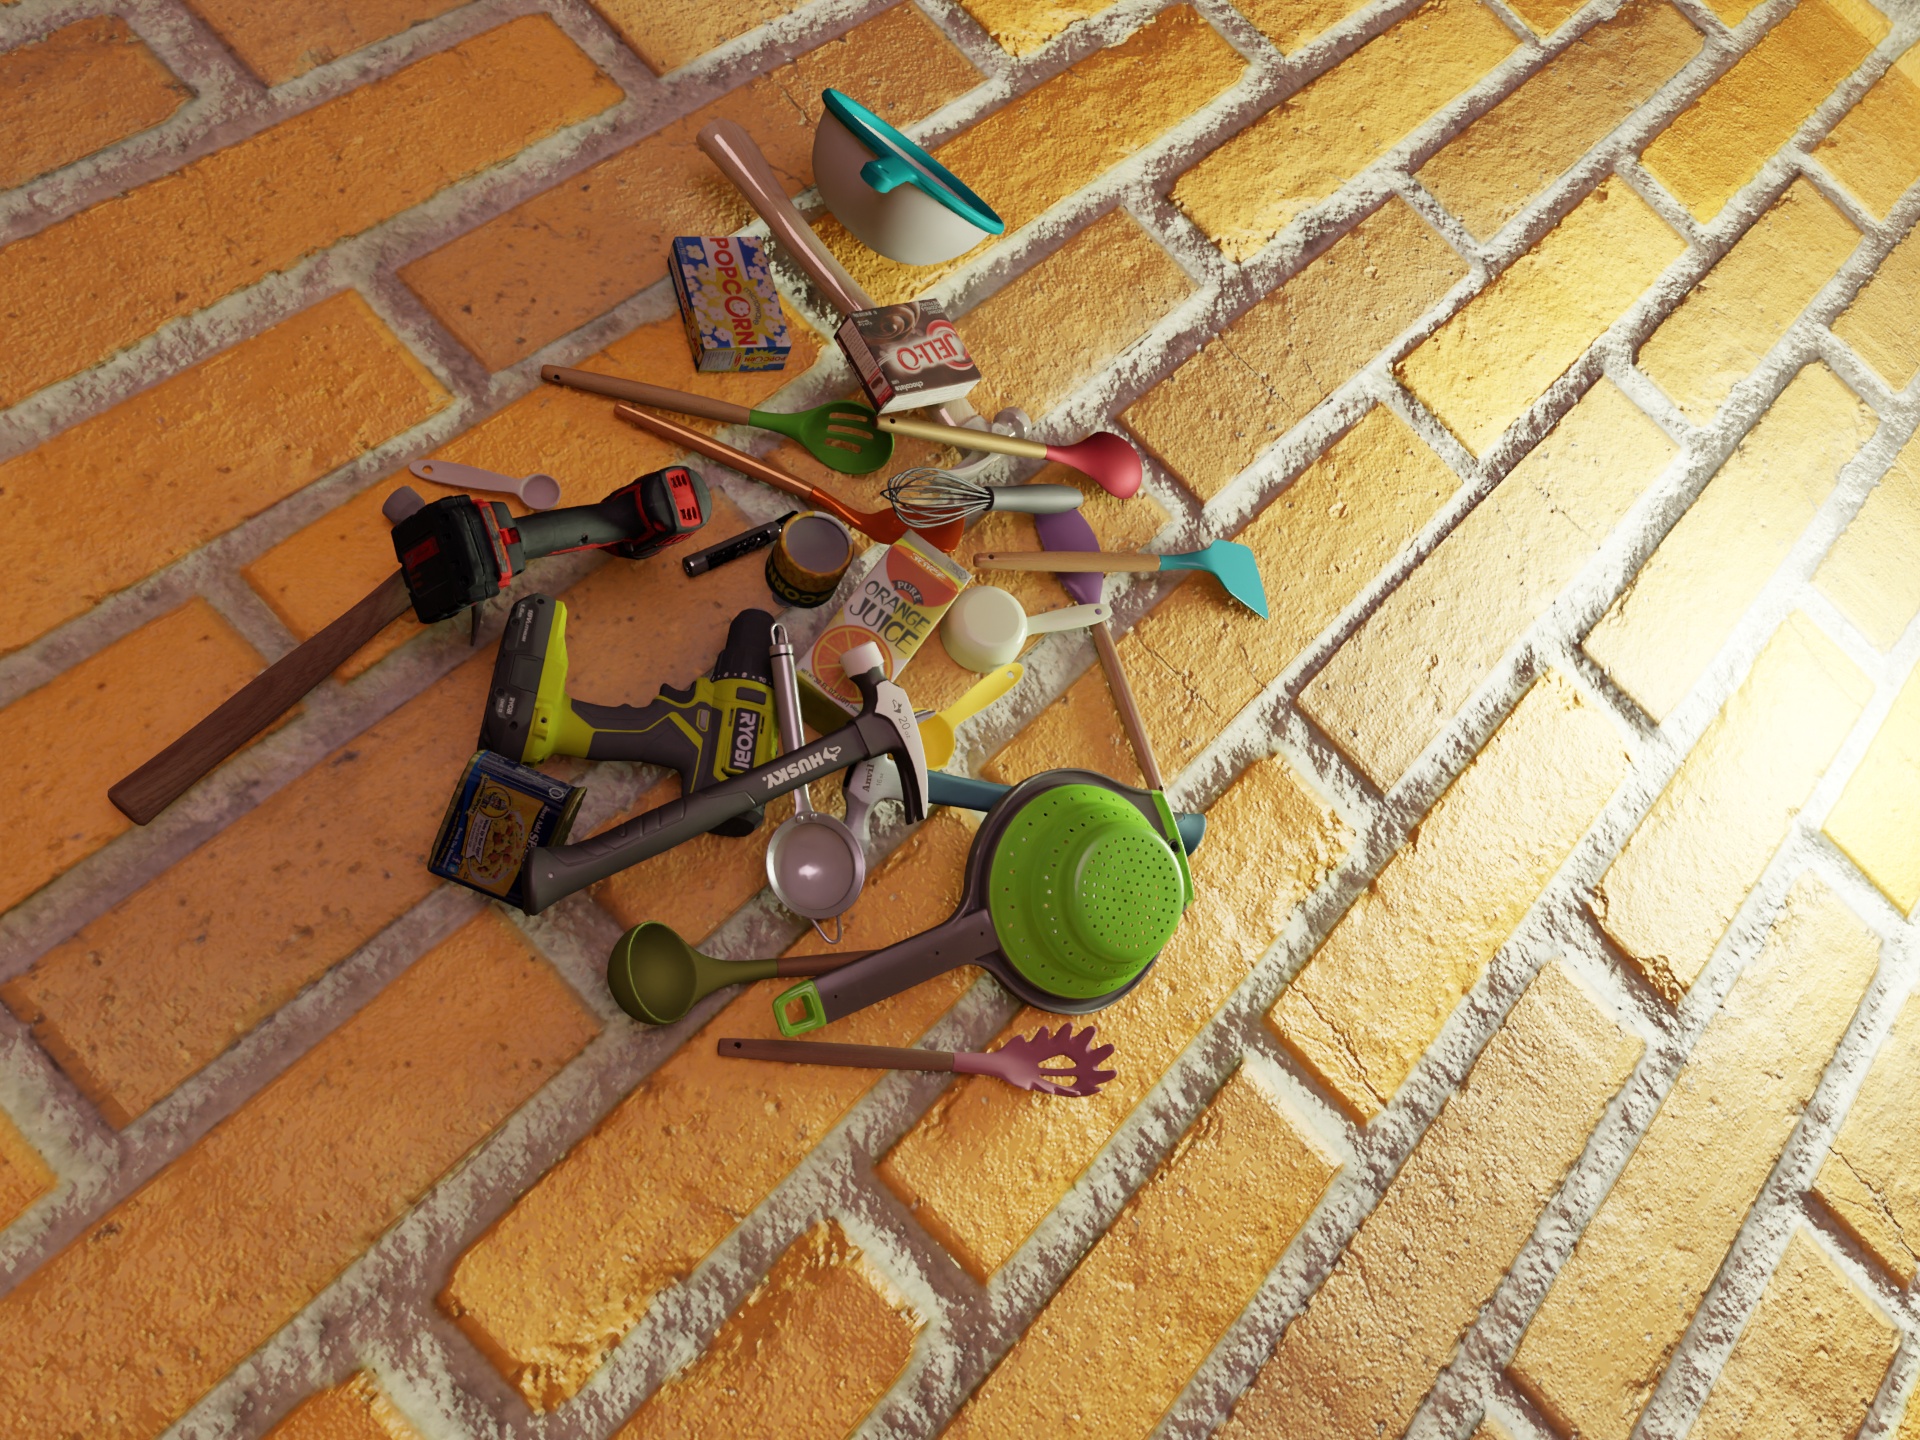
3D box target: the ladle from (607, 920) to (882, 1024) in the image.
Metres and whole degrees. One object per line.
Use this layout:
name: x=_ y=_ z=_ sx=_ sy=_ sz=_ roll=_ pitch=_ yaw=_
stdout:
ladle: x=-0.115 y=0.188 z=1.234 sx=0.320 sy=0.062 sz=0.078 roll=-1 pitch=70 yaw=-24

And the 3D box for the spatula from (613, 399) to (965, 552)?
spatula: x=-0.152 y=-0.219 z=1.411 sx=0.322 sy=0.041 sz=0.081 roll=23 pitch=38 yaw=-9

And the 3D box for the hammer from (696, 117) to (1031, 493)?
hammer: x=-0.109 y=-0.390 z=1.477 sx=0.410 sy=0.038 sz=0.146 roll=49 pitch=49 yaw=1

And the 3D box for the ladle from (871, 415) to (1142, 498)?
ladle: x=0.054 y=-0.253 z=1.469 sx=0.315 sy=0.031 sz=0.069 roll=3 pitch=72 yaw=-35

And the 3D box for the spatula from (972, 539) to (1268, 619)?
spatula: x=0.157 y=-0.141 z=1.493 sx=0.317 sy=0.044 sz=0.082 roll=-1 pitch=66 yaw=-21

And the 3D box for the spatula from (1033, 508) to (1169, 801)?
spatula: x=0.136 y=-0.068 z=1.468 sx=0.059 sy=0.018 sz=0.316 roll=-8 pitch=69 yaw=-26

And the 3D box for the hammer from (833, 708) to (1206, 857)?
hammer: x=0.060 y=0.073 z=1.350 sx=0.330 sy=0.033 sz=0.128 roll=11 pitch=90 yaw=-21

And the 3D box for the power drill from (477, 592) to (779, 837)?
power drill: x=-0.252 y=-0.021 z=1.264 sx=0.228 sy=0.080 sz=0.191 roll=14 pitch=64 yaw=-18

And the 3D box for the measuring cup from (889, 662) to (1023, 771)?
measuring cup: x=-0.002 y=-0.004 z=1.382 sx=0.156 sy=0.029 sz=0.062 roll=-37 pitch=83 yaw=-33

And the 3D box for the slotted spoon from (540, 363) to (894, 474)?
slotted spoon: x=-0.213 y=-0.277 z=1.415 sx=0.313 sy=0.070 sz=0.031 roll=10 pitch=32 yaw=-11

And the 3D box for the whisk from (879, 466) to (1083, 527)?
whisk: x=0.026 y=-0.202 z=1.435 sx=0.239 sy=0.055 sz=0.055 roll=-7 pitch=69 yaw=-41

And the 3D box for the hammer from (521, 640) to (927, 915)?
hammer: x=-0.173 y=0.064 z=1.195 sx=0.335 sy=0.035 sz=0.146 roll=-25 pitch=90 yaw=-28

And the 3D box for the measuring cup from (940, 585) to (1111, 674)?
measuring cup: x=0.065 y=-0.092 z=1.431 sx=0.167 sy=0.038 sz=0.083 roll=-11 pitch=71 yaw=-18

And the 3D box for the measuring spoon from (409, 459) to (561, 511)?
measuring spoon: x=-0.396 y=-0.197 z=1.326 sx=0.124 sy=0.018 sz=0.034 roll=11 pitch=65 yaw=-9

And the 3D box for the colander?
colander: x=0.044 y=0.162 z=1.249 sx=0.397 sy=0.094 sz=0.204 roll=-20 pitch=95 yaw=-28

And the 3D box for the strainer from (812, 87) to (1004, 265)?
strainer: x=-0.073 y=-0.476 z=1.460 sx=0.211 sy=0.095 sz=0.340 roll=36 pitch=21 yaw=-8

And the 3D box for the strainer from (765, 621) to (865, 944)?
strainer: x=-0.128 y=0.049 z=1.262 sx=0.086 sy=0.050 sz=0.258 roll=-5 pitch=85 yaw=-33

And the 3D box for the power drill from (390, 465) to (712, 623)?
power drill: x=-0.317 y=-0.143 z=1.241 sx=0.219 sy=0.143 sz=0.078 roll=-20 pitch=95 yaw=-37

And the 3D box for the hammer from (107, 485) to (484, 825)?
hammer: x=-0.493 y=-0.040 z=1.205 sx=0.130 sy=0.031 sz=0.331 roll=41 pitch=60 yaw=1

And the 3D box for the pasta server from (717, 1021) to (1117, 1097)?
pasta server: x=-0.031 y=0.262 z=1.243 sx=0.316 sy=0.040 sz=0.060 roll=7 pitch=56 yaw=-17
